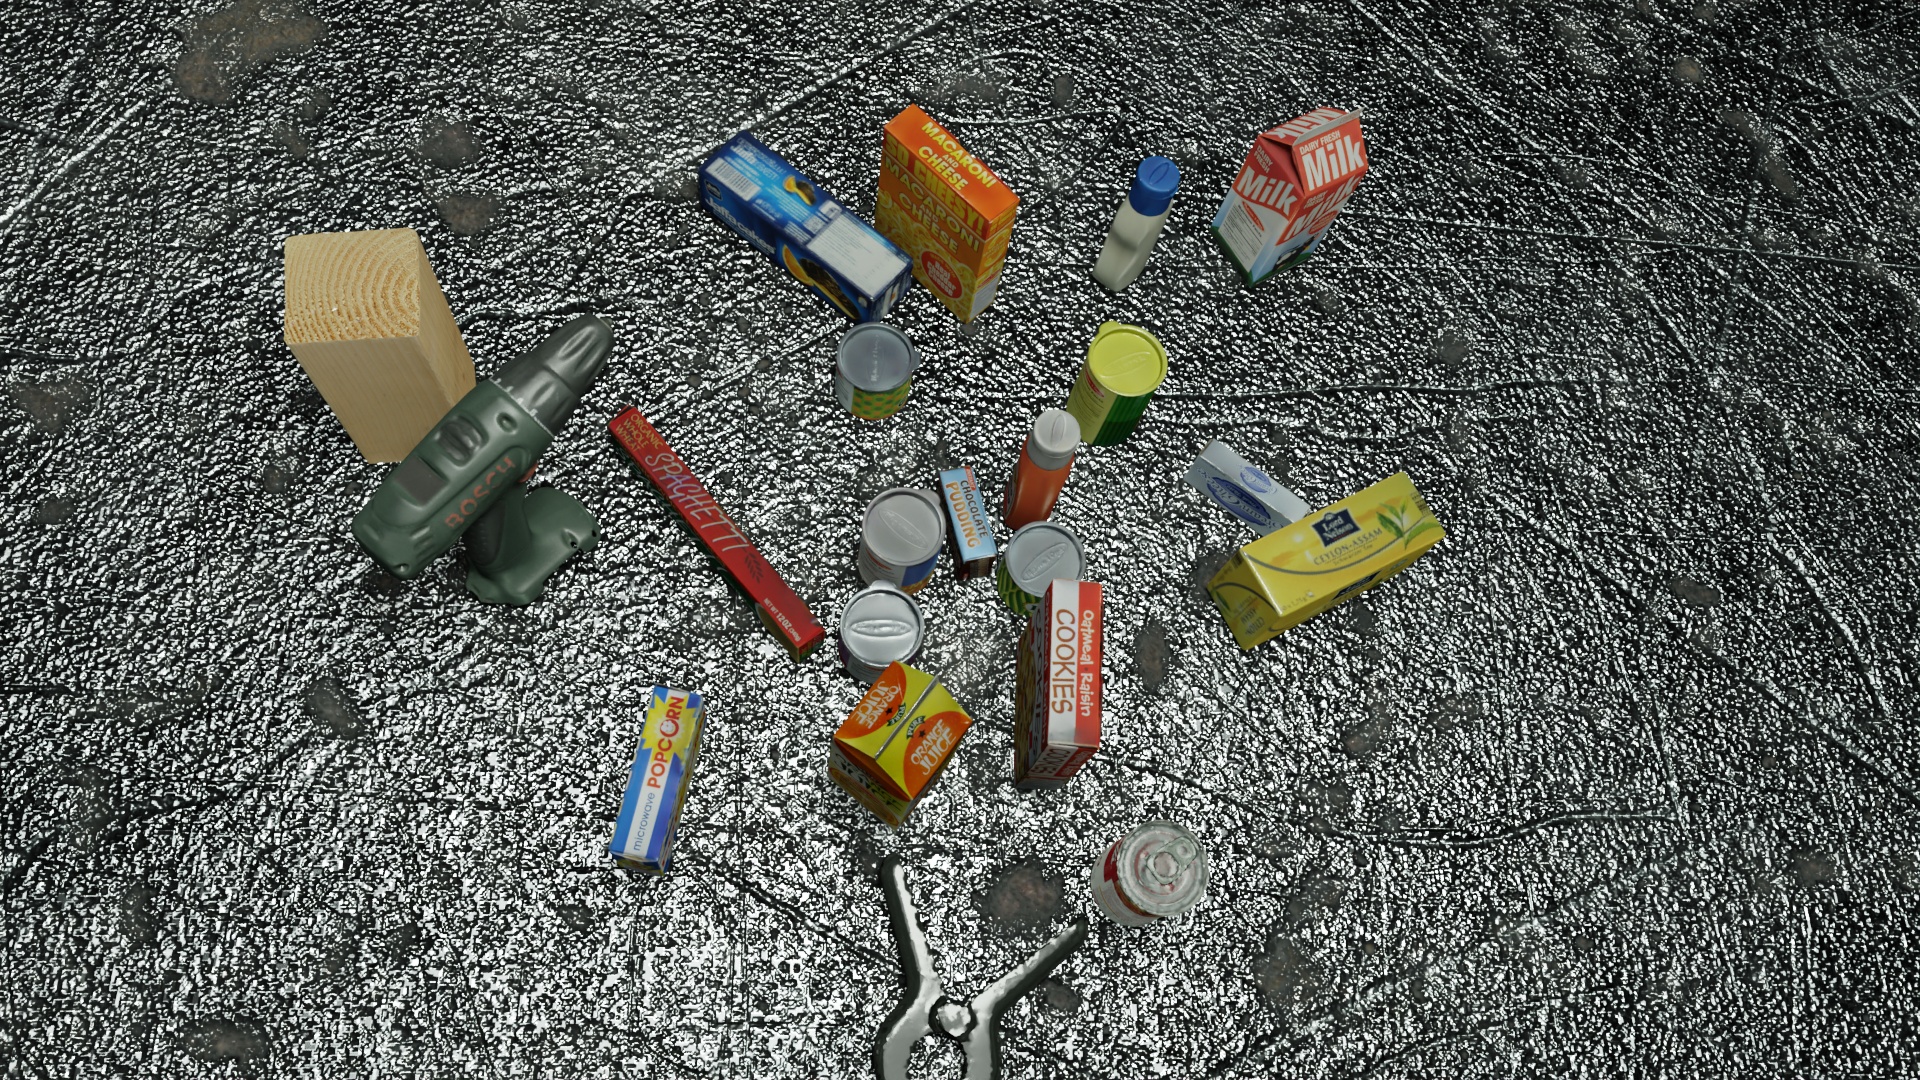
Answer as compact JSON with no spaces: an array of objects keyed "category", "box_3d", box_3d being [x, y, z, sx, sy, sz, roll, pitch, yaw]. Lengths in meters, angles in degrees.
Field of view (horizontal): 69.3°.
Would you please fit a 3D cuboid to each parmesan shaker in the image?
[{"category":"parmesan shaker","box_3d":[0.130,-0.133,1.186,0.071,0.102,0.071,2,69,-6]}]

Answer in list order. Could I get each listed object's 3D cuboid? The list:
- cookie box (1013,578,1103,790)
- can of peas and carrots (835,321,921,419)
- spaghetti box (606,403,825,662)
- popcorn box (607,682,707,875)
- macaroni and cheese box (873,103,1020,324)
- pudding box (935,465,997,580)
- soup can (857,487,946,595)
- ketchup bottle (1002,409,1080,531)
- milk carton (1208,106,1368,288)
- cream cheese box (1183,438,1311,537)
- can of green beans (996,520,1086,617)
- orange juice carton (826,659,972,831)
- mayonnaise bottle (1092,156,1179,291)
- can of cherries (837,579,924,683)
[{"category":"cookie box","box_3d":[0.073,0.113,1.050,0.040,0.166,0.123,5,69,-5]},{"category":"can of peas and carrots","box_3d":[-0.071,-0.144,1.189,0.071,0.058,0.071,2,69,-6]},{"category":"spaghetti box","box_3d":[-0.199,-0.006,1.124,0.029,0.050,0.250,-38,78,-18]},{"category":"popcorn box","box_3d":[-0.223,0.179,1.031,0.038,0.085,0.127,12,68,-2]},{"category":"macaroni and cheese box","box_3d":[-0.016,-0.276,1.188,0.124,0.165,0.040,44,71,10]},{"category":"pudding box","box_3d":[0.004,-0.014,1.153,0.030,0.049,0.084,-12,71,-11]},{"category":"soup can","box_3d":[-0.047,0.001,1.123,0.071,0.083,0.071,2,69,-6]},{"category":"ketchup bottle","box_3d":[0.066,-0.059,1.125,0.043,0.148,0.065,14,69,-2]},{"category":"milk carton","box_3d":[0.293,-0.312,1.228,0.072,0.189,0.073,-28,75,-16]},{"category":"cream cheese box","box_3d":[0.245,-0.041,1.192,0.104,0.053,0.024,36,70,7]},{"category":"can of green beans","box_3d":[0.065,0.025,1.142,0.071,0.057,0.071,2,69,-6]},{"category":"orange juice carton","box_3d":[-0.046,0.148,1.008,0.073,0.192,0.072,37,70,7]},{"category":"mayonnaise bottle","box_3d":[0.157,-0.280,1.222,0.041,0.147,0.065,37,70,7]},{"category":"can of cherries","box_3d":[-0.063,0.074,1.106,0.071,0.058,0.072,2,69,-6]}]
